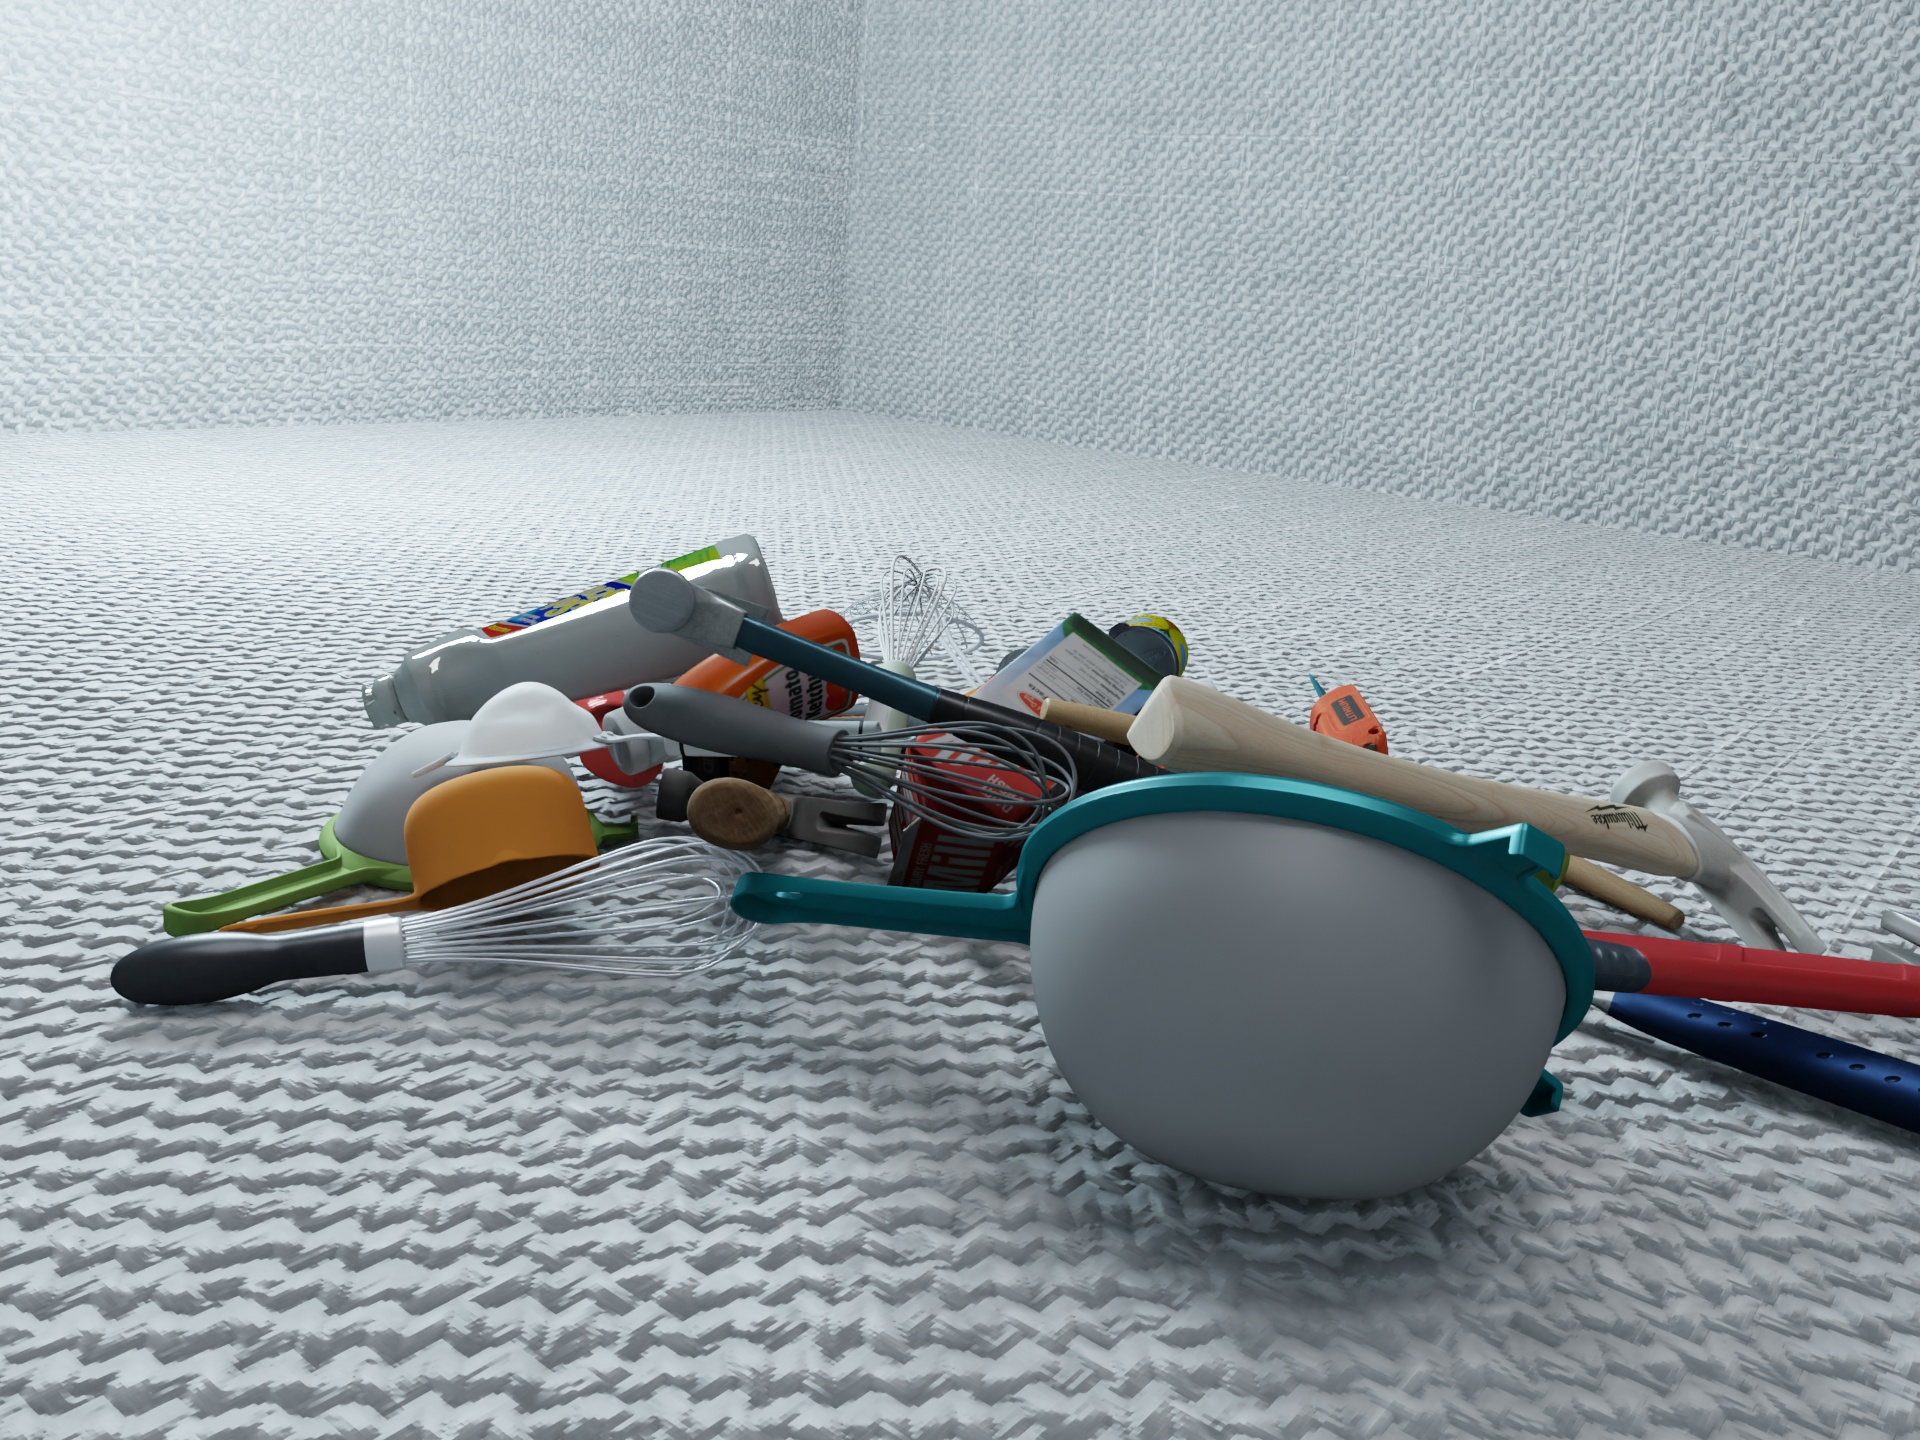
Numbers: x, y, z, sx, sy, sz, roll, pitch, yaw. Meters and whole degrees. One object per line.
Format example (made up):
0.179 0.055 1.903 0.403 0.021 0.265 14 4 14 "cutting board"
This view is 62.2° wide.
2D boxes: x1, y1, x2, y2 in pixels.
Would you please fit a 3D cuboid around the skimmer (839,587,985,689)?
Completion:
-0.003 -0.012 1.195 0.127 0.090 0.364 7 24 -24 "skimmer"

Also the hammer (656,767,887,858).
-0.098 0.045 0.776 0.130 0.031 0.331 10 -4 -4 "hammer"

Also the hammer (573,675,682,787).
-0.231 -0.012 1.062 0.149 0.036 0.359 -2 11 -19 "hammer"

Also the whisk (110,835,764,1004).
-0.223 0.096 0.711 0.284 0.070 0.070 -6 18 -16 "whisk"

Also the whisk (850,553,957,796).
-0.038 -0.030 0.949 0.058 0.059 0.247 -23 27 19 "whisk"

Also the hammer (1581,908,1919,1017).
0.293 0.102 0.698 0.386 0.038 0.143 7 11 -9 "hammer"

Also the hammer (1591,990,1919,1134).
0.300 0.132 0.758 0.406 0.035 0.144 17 19 36 "hammer"

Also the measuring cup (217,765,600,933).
-0.263 0.063 0.758 0.173 0.052 0.095 -10 -16 -18 "measuring cup"

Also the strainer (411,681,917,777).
-0.151 0.006 0.803 0.258 0.050 0.087 1 7 3 "strainer"

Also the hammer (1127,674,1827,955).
0.257 0.048 0.776 0.410 0.038 0.146 12 34 -31 "hammer"

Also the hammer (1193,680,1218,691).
0.206 0.031 1.091 0.146 0.035 0.335 -4 18 -29 "hammer"

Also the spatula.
0.332 0.054 1.020 0.082 0.044 0.318 45 -7 -35 "spatula"

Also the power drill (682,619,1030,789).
-0.046 -0.007 1.026 0.226 0.084 0.185 9 30 7 "power drill"

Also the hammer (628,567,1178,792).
-0.001 -0.003 0.791 0.331 0.033 0.128 21 0 -7 "hammer"

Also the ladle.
0.192 0.041 0.875 0.320 0.062 0.078 13 -22 -15 "ladle"

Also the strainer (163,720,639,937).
-0.298 0.047 0.830 0.151 0.069 0.256 13 16 26 "strainer"

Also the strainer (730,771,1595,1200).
0.052 0.111 0.594 0.340 0.210 0.095 3 54 22 "strainer"

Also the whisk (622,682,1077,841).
-0.057 0.012 0.730 0.239 0.055 0.055 12 18 24 "whisk"
